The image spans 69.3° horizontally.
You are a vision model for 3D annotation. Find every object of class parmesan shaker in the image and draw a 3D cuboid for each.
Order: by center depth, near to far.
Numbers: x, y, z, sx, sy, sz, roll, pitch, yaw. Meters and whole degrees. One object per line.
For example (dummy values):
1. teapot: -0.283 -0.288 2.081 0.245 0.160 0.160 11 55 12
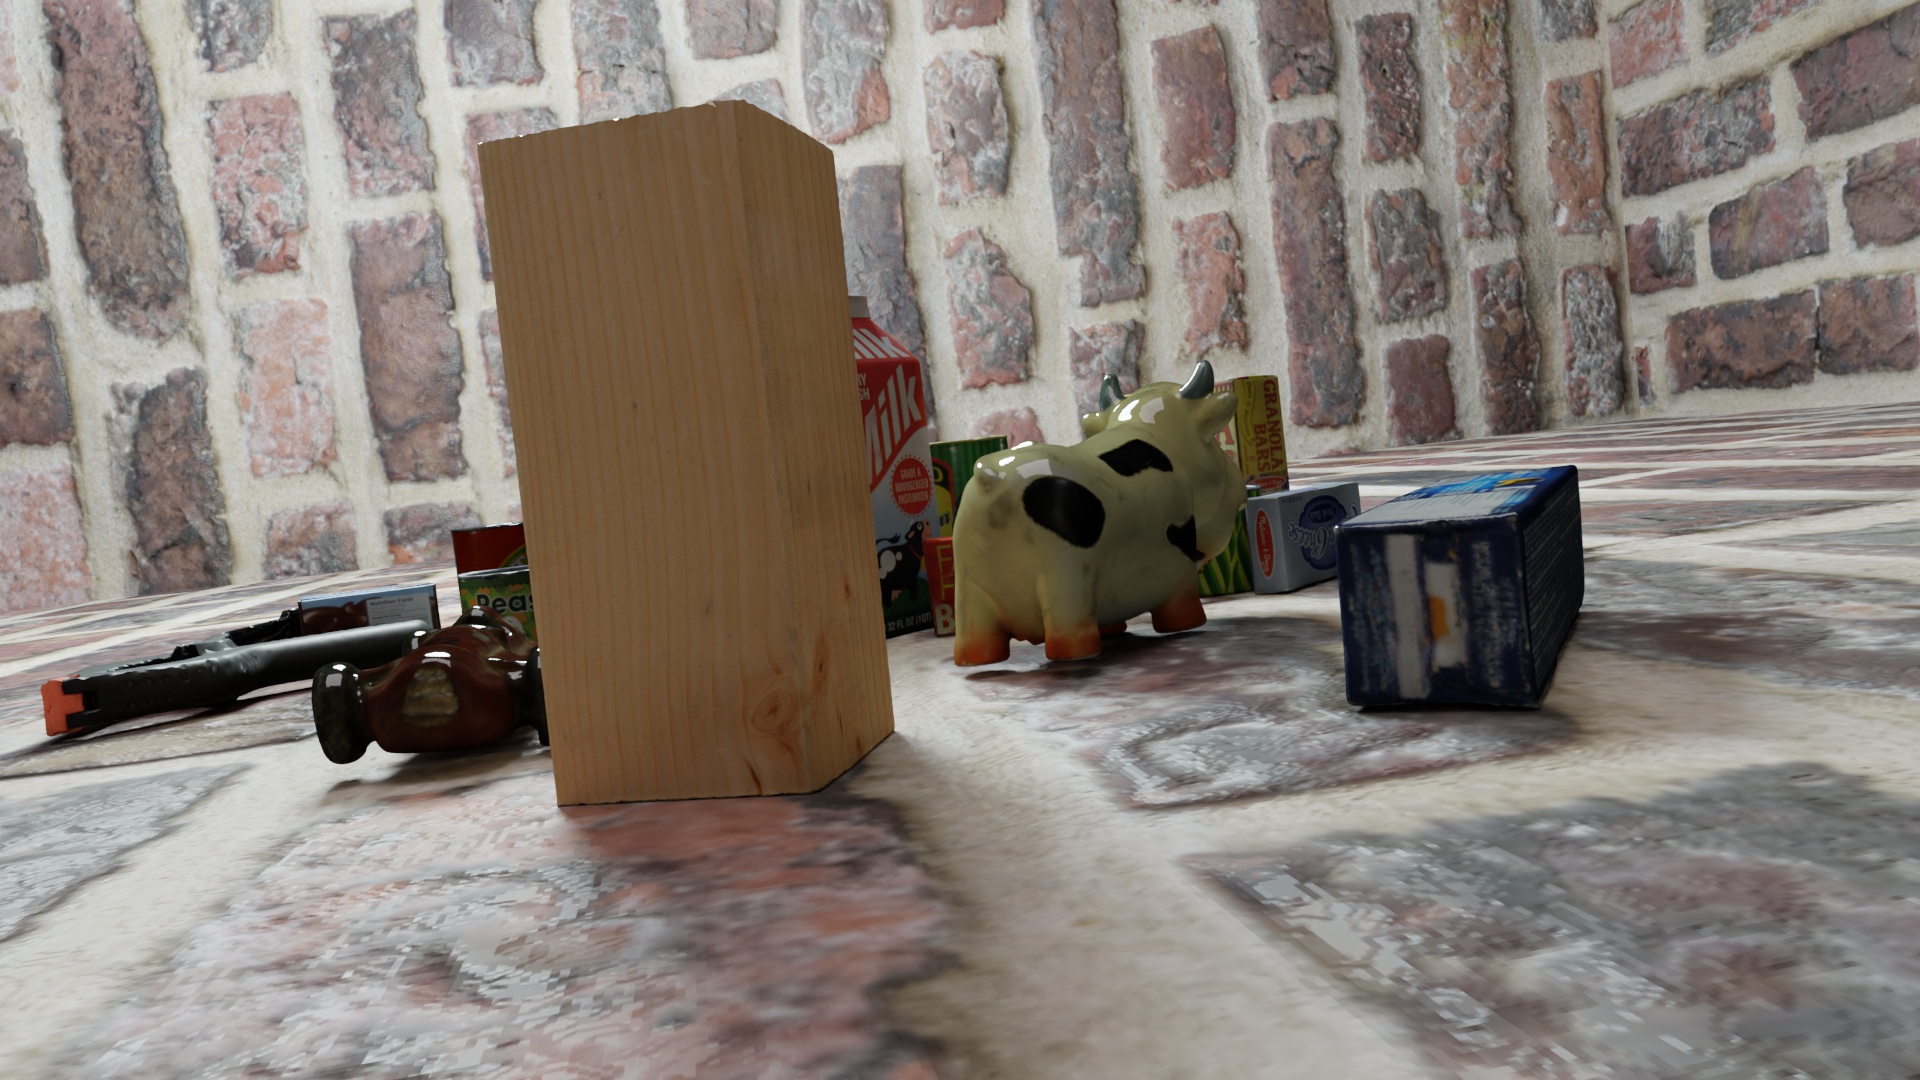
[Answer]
1. parmesan shaker: 0.003 -0.011 0.857 0.071 0.103 0.071 -6 3 0

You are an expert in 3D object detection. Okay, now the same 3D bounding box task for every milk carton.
1. milk carton: -0.065 -0.042 0.774 0.073 0.190 0.072 -4 4 42

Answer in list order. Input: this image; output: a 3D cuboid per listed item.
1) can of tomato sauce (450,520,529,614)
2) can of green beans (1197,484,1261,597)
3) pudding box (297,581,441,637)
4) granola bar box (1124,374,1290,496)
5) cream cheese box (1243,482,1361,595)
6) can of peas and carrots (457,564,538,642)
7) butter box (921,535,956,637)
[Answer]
1. can of tomato sauce: -0.271 0.030 0.851 0.071 0.083 0.071 -6 3 0
2. can of green beans: 0.143 0.000 0.801 0.071 0.057 0.071 -6 3 0
3. pudding box: -0.386 0.056 0.909 0.084 0.049 0.030 -8 4 -25
4. granola bar box: 0.166 -0.047 0.980 0.039 0.124 0.165 -8 4 -23
5. cream cheese box: 0.197 -0.003 0.789 0.024 0.053 0.104 -4 4 40
6. can of peas and carrots: -0.245 0.044 0.780 0.071 0.058 0.071 -6 3 0
7. butter box: 0.033 0.019 0.736 0.103 0.053 0.024 -6 3 1
